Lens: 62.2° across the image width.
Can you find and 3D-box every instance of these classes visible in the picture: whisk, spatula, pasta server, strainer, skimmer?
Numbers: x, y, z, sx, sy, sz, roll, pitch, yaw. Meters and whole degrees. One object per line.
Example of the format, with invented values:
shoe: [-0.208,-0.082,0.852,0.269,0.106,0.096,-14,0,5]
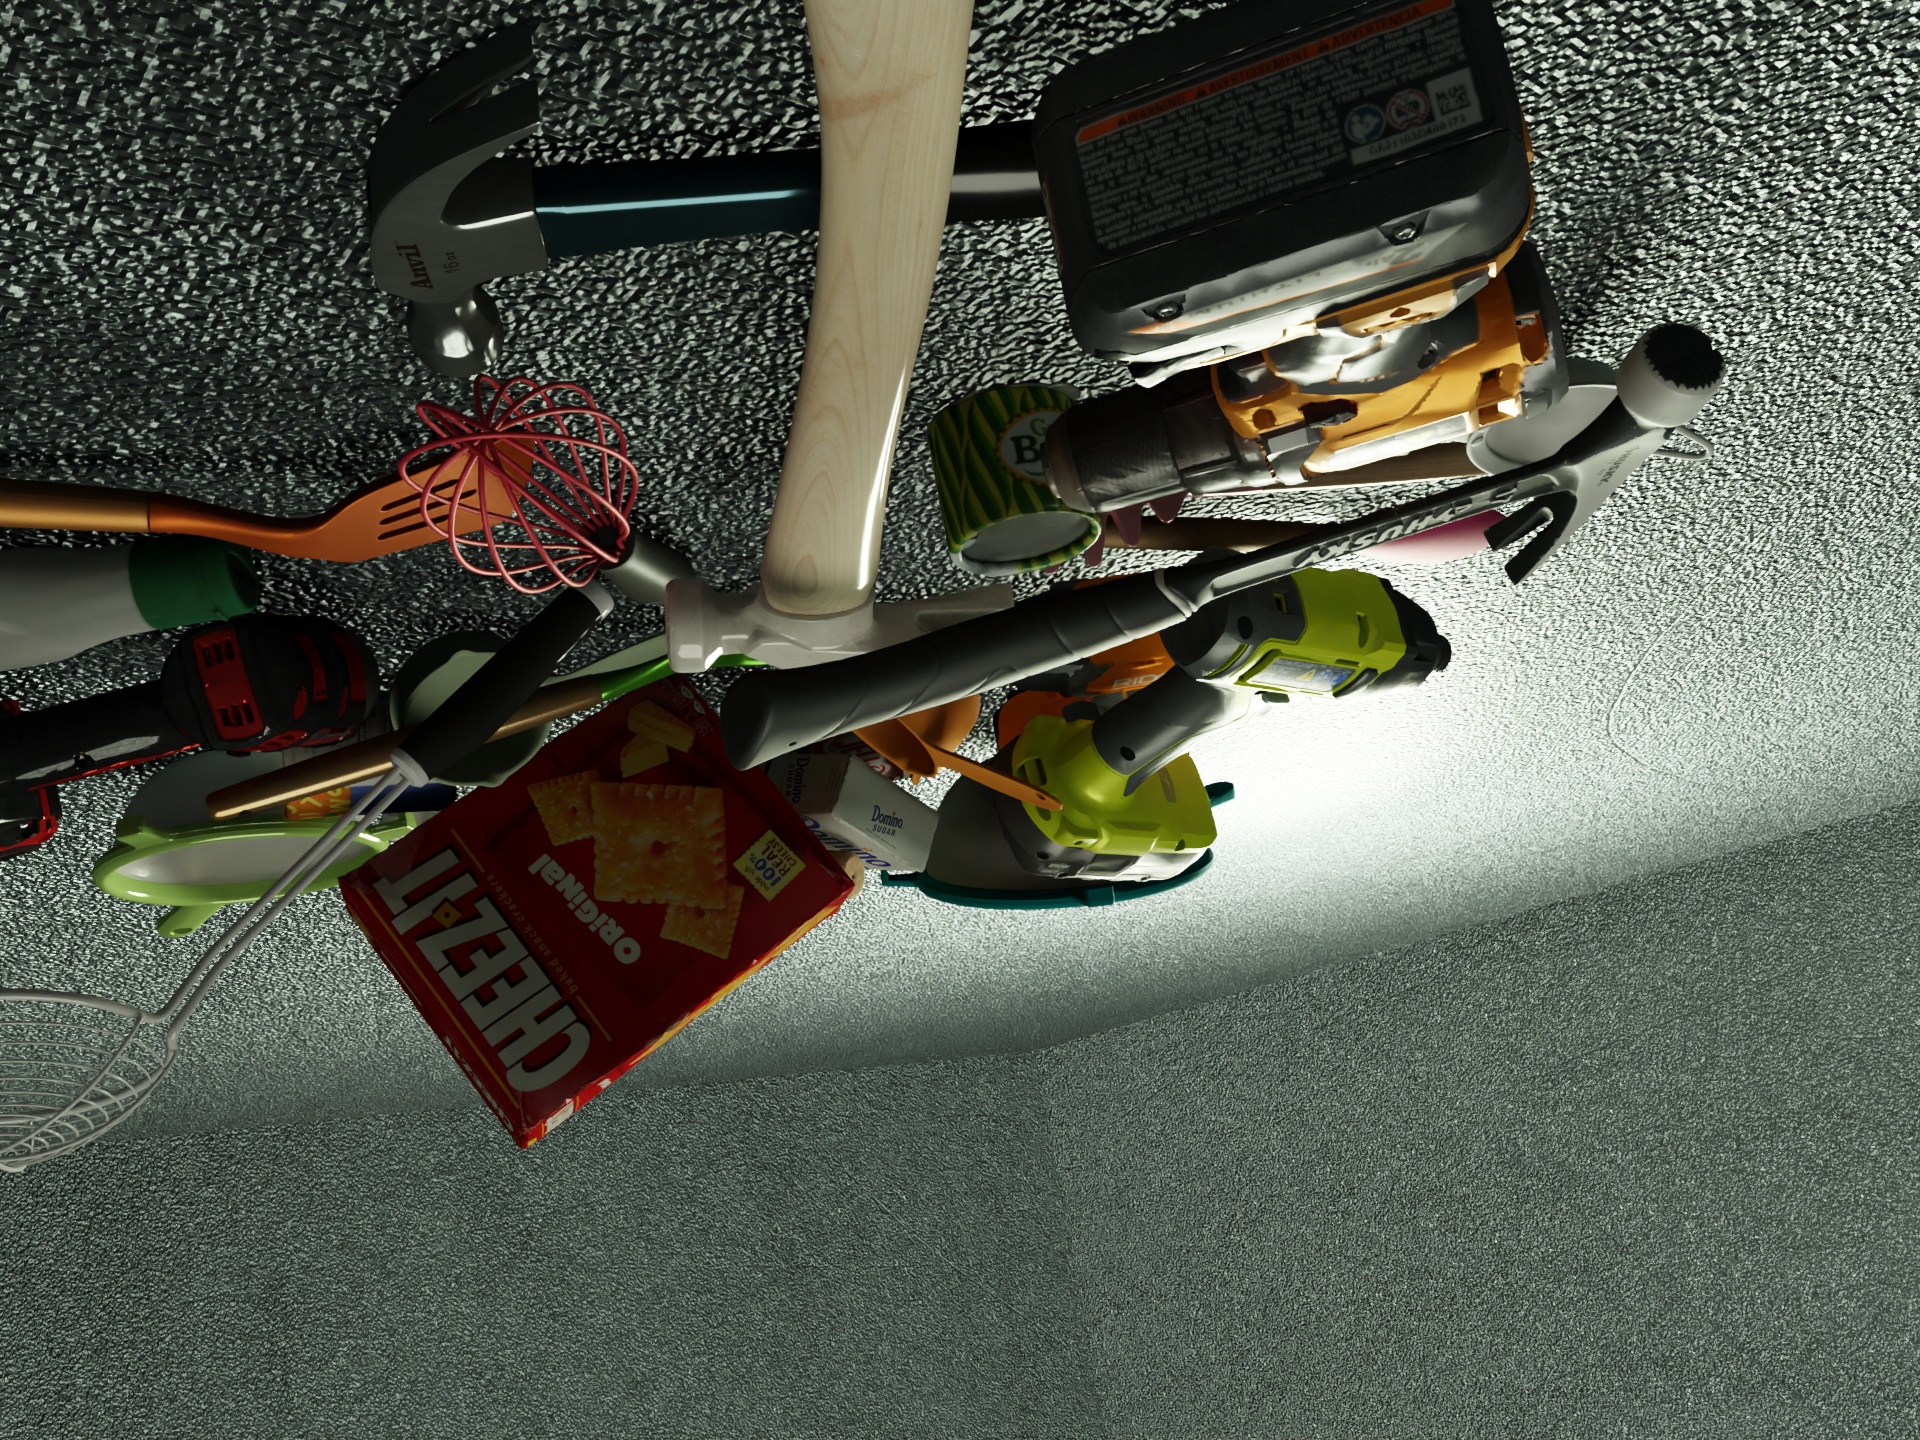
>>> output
whisk: [-0.141,-0.072,0.616,0.073,0.073,0.296,-11,176,0]
spatula: [-0.322,-0.086,0.579,0.322,0.041,0.081,1,160,-22]
pasta server: [0.166,-0.111,0.757,0.316,0.040,0.060,-8,-156,-17]
strainer: [0.203,-0.131,0.712,0.258,0.050,0.086,-4,159,-1]
skimmer: [-0.302,0.048,0.682,0.363,0.090,0.127,-49,161,-25]
strainer: [0.109,0.052,1.166,0.211,0.095,0.340,1,-169,39]
strainer: [-0.433,0.070,0.930,0.151,0.069,0.256,1,161,-38]

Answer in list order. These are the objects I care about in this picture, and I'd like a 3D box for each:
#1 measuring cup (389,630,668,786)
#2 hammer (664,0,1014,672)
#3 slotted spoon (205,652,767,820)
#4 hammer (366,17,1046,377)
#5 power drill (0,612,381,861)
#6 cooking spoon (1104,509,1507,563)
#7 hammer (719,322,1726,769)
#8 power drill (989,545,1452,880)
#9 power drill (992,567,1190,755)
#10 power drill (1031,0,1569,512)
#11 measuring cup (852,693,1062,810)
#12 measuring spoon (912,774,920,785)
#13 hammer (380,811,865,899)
measuring cup: [-0.207,-0.025,0.811,0.167,0.038,0.083,-23,131,-25]
hammer: [-0.022,-0.115,0.489,0.146,0.038,0.410,-2,157,-10]
slotted spoon: [-0.202,-0.009,0.773,0.313,0.031,0.070,-19,165,-21]
hammer: [-0.012,-0.165,0.487,0.331,0.033,0.128,-8,164,-8]
power drill: [-0.377,0.005,0.722,0.219,0.078,0.143,-16,-178,1]
cooking spoon: [0.164,-0.096,0.833,0.318,0.017,0.068,-2,160,-27]
hammer: [0.101,-0.055,0.638,0.409,0.036,0.149,-18,158,-13]
power drill: [0.132,0.001,0.824,0.171,0.080,0.223,7,146,-34]
power drill: [0.075,-0.016,0.940,0.164,0.084,0.226,-8,158,-7]
power drill: [0.090,-0.125,0.496,0.185,0.084,0.226,-14,169,19]
measuring cup: [-0.001,-0.003,0.835,0.174,0.052,0.095,24,158,37]
measuring spoon: [-0.016,0.005,0.986,0.011,0.021,0.116,20,139,4]
hammer: [-0.216,0.079,0.982,0.331,0.031,0.130,4,166,22]
